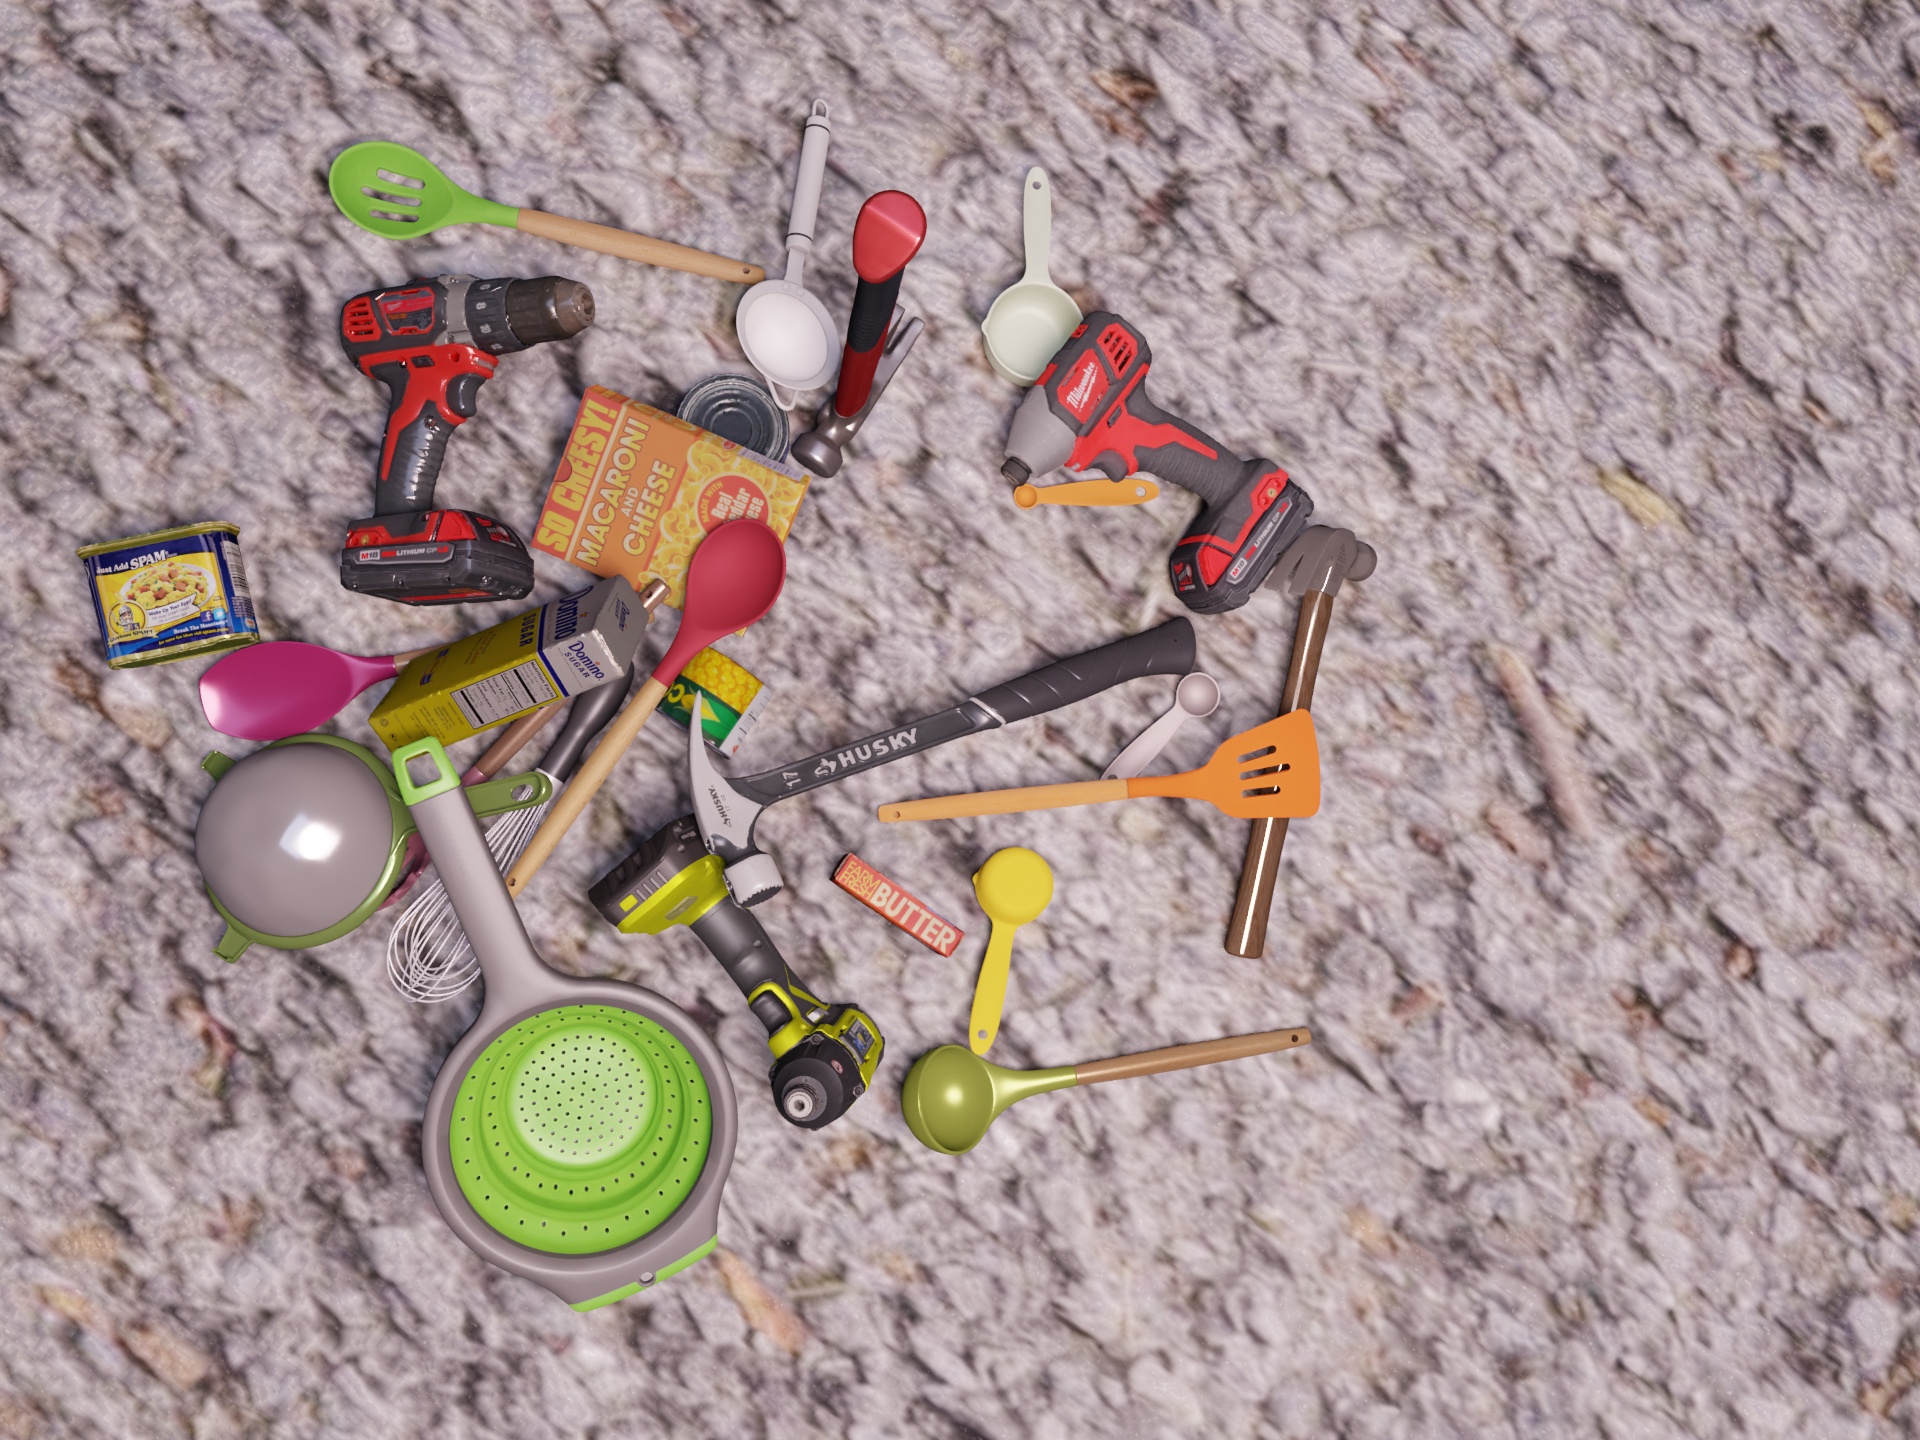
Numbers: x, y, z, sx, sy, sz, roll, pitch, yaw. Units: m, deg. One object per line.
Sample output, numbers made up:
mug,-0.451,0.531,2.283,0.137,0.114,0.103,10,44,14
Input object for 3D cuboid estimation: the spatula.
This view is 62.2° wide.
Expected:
spatula,0.099,0.050,1.161,0.322,0.041,0.081,-6,101,11

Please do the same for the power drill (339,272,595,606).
power drill,-0.341,-0.200,1.102,0.188,0.080,0.227,-2,84,18

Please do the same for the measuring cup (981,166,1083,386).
measuring cup,0.055,-0.336,1.215,0.083,0.038,0.167,2,84,-8

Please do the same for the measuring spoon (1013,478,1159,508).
measuring spoon,0.097,-0.174,1.224,0.117,0.011,0.021,-4,87,-12

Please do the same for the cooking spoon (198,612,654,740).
cooking spoon,-0.379,-0.045,1.142,0.319,0.017,0.068,-12,100,-9

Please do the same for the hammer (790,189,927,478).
hammer,-0.051,-0.261,1.017,0.038,0.386,0.143,32,82,-5

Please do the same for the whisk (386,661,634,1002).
whisk,-0.314,0.073,1.128,0.070,0.070,0.285,31,77,-5

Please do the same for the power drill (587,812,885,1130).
power drill,-0.145,0.174,1.085,0.080,0.171,0.223,-40,88,6

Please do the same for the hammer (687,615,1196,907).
hammer,-0.002,-0.004,1.137,0.409,0.036,0.149,-20,71,-24

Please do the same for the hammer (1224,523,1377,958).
hammer,0.245,0.016,1.195,0.031,0.130,0.331,13,92,34

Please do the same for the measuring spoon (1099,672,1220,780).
measuring spoon,0.149,0.012,1.218,0.124,0.018,0.034,-45,95,-2

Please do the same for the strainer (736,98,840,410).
strainer,-0.122,-0.347,1.190,0.086,0.050,0.258,15,77,-32

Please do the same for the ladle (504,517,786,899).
ladle,-0.223,-0.005,1.103,0.069,0.031,0.315,34,85,11

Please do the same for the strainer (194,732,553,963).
strainer,-0.407,0.065,1.069,0.256,0.069,0.152,-12,75,6

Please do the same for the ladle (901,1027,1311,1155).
ladle,0.113,0.259,1.173,0.320,0.062,0.078,-7,83,-11

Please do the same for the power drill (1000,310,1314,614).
power drill,0.139,-0.182,1.180,0.219,0.078,0.143,39,82,-12

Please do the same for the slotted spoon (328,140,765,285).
slotted spoon,-0.300,-0.361,1.172,0.313,0.031,0.070,11,85,-9

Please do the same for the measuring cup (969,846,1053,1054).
measuring cup,0.031,0.165,1.159,0.062,0.029,0.157,16,66,-6

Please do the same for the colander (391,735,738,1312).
colander,-0.288,0.195,1.080,0.204,0.094,0.397,-23,99,-11

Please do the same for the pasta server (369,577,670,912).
pasta server,-0.321,0.015,1.119,0.060,0.040,0.316,44,89,15
